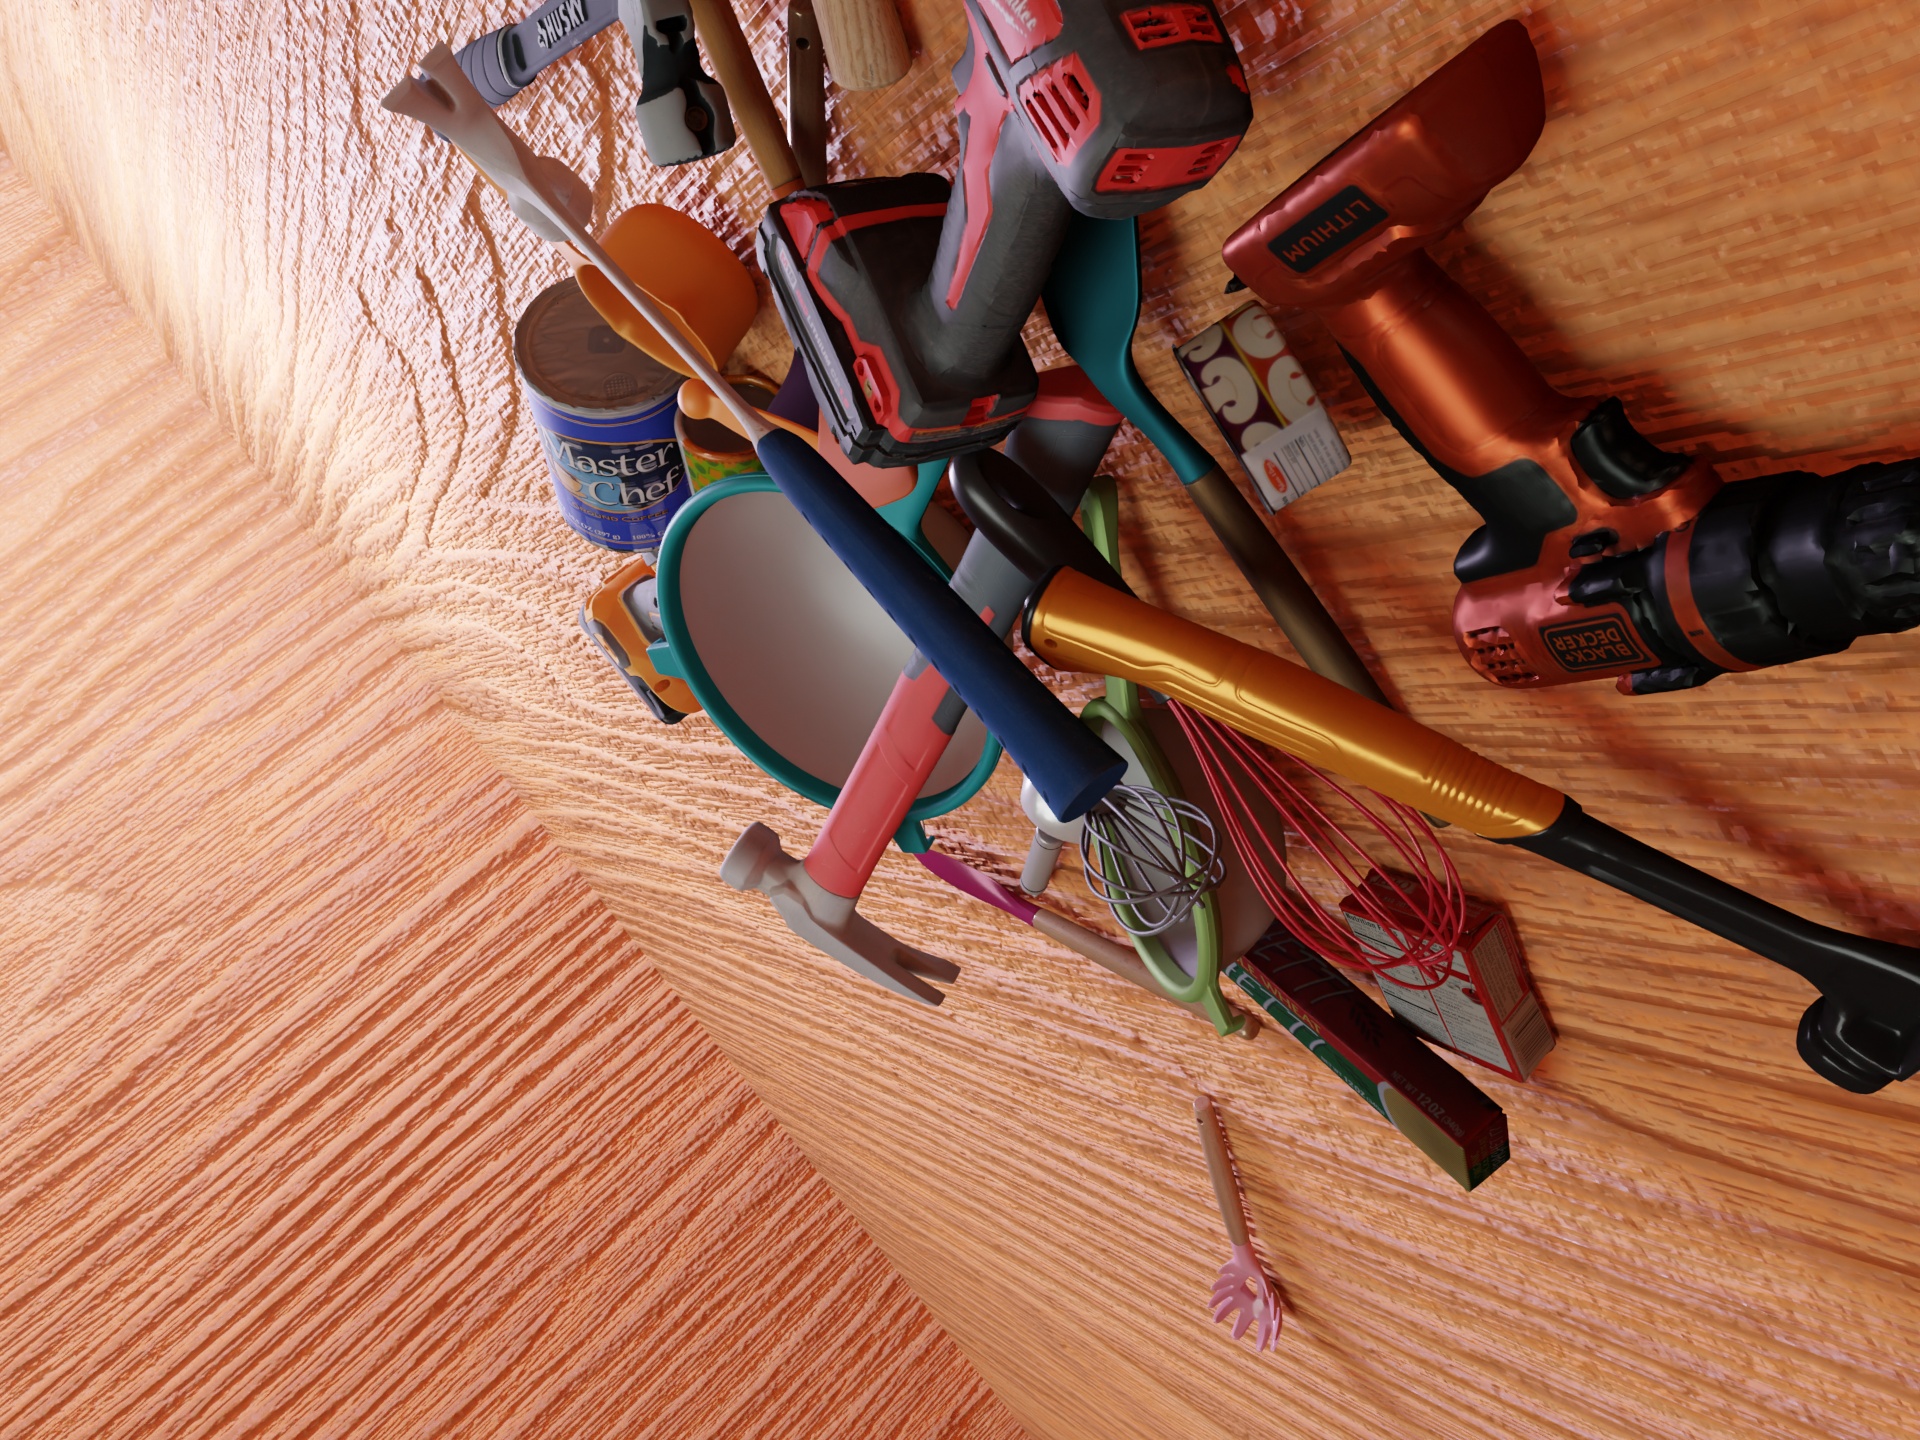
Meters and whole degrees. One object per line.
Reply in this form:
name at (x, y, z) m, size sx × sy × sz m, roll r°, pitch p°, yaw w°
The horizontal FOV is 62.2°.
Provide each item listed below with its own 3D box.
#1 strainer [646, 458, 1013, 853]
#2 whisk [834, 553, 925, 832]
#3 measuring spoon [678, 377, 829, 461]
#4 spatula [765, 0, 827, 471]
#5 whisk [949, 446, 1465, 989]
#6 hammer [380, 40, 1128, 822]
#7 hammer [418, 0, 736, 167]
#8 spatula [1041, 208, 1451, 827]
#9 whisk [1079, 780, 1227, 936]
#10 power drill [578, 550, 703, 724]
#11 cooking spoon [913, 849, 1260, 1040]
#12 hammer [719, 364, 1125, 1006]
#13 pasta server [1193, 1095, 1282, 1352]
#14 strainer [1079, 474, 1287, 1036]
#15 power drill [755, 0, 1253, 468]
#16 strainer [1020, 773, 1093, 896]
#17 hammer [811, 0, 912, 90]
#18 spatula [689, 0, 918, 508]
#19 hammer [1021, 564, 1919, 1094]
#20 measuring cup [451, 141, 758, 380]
strainer at (-0.029, -0.093, 0.801) m, size 0.211 × 0.095 × 0.340 m, roll 36°, pitch 136°, yaw 6°
whisk at (-0.050, -0.019, 0.995) m, size 0.070 × 0.070 × 0.284 m, roll 36°, pitch 150°, yaw 30°
measuring spoon at (-0.087, -0.130, 0.736) m, size 0.117 × 0.011 × 0.021 m, roll 28°, pitch 128°, yaw 22°
spatula at (-0.069, -0.198, 0.758) m, size 0.060 × 0.018 × 0.315 m, roll 3°, pitch 148°, yaw -2°
whisk at (0.102, -0.001, 0.644) m, size 0.296 × 0.073 × 0.073 m, roll 46°, pitch 159°, yaw -6°
hammer at (-0.084, -0.118, 0.636) m, size 0.406 × 0.035 × 0.144 m, roll 48°, pitch -175°, yaw 15°
hammer at (-0.211, -0.326, 0.760) m, size 0.409 × 0.036 × 0.149 m, roll 24°, pitch 134°, yaw 59°
spatula at (0.114, -0.082, 0.612) m, size 0.317 × 0.044 × 0.082 m, roll 51°, pitch 159°, yaw -18°
whisk at (0.061, 0.037, 0.695) m, size 0.055 × 0.055 × 0.239 m, roll 56°, pitch 179°, yaw -17°
power drill at (-0.176, -0.054, 1.146) m, size 0.185 × 0.084 × 0.226 m, roll 52°, pitch 154°, yaw -12°
cooking spoon at (0.071, 0.141, 1.059) m, size 0.319 × 0.017 × 0.068 m, roll 22°, pitch 166°, yaw 45°
hammer at (-0.001, -0.002, 0.757) m, size 0.143 × 0.038 × 0.386 m, roll 32°, pitch 133°, yaw 3°
pasta server at (0.202, 0.380, 1.193) m, size 0.060 × 0.040 × 0.315 m, roll 16°, pitch 142°, yaw 34°
strainer at (0.103, 0.005, 0.739) m, size 0.152 × 0.069 × 0.256 m, roll -130°, pitch 27°, yaw -65°
power drill at (0.005, -0.192, 0.535) m, size 0.143 × 0.078 × 0.219 m, roll 67°, pitch 153°, yaw 12°
strainer at (0.055, 0.067, 0.953) m, size 0.087 × 0.050 × 0.258 m, roll 50°, pitch 163°, yaw 16°
hammer at (-0.072, -0.358, 0.494) m, size 0.130 × 0.031 × 0.331 m, roll 31°, pitch 152°, yaw 40°
spatula at (-0.089, -0.242, 0.655) m, size 0.081 × 0.041 × 0.322 m, roll 1°, pitch 120°, yaw 56°
hammer at (0.172, 0.020, 0.544) m, size 0.337 × 0.034 × 0.127 m, roll 25°, pitch 153°, yaw 18°
measuring cup at (-0.175, -0.248, 0.799) m, size 0.173 × 0.052 × 0.095 m, roll 42°, pitch 165°, yaw -26°
